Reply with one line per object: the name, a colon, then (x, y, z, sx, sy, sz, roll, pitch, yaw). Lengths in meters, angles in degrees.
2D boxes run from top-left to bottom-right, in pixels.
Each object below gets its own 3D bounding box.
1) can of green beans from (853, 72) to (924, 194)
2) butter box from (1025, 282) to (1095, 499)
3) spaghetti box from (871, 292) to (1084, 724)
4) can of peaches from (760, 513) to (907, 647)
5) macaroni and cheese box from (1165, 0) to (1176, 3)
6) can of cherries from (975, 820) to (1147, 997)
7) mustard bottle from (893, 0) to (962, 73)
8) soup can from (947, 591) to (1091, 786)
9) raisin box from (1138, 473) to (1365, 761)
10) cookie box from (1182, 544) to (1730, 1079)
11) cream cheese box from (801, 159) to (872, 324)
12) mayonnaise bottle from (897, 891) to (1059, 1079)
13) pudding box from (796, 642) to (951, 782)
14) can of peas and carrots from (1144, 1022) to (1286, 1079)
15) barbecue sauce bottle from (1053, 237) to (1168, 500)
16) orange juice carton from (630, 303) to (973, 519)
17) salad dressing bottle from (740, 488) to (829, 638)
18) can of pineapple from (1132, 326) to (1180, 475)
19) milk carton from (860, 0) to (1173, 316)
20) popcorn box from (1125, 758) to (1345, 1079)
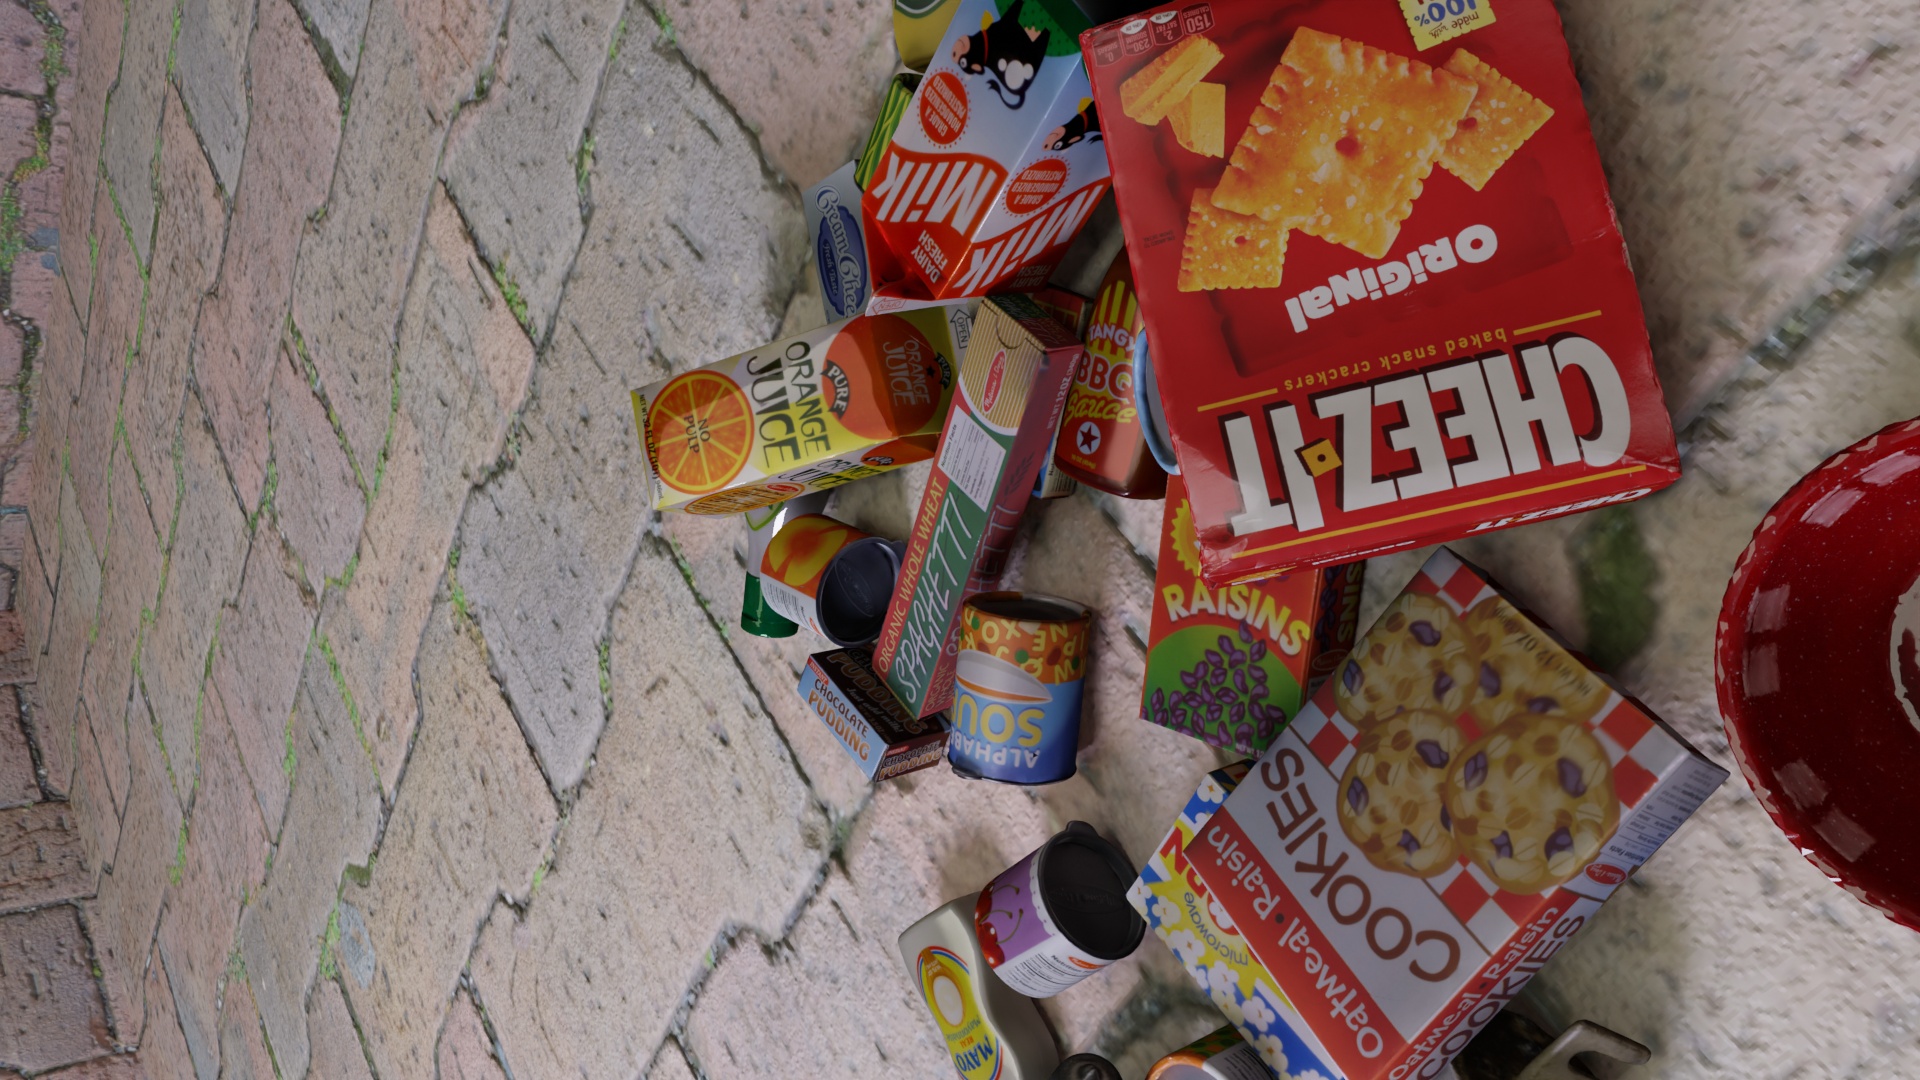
can of green beans: (-0.015, -0.202, 0.724, 0.071, 0.071, 0.057, 47, 125, 33)
butter box: (0.042, -0.078, 0.706, 0.053, 0.024, 0.103, 26, 112, 41)
spaghetti box: (0.003, -0.009, 0.719, 0.050, 0.029, 0.248, 46, 135, 33)
can of peaches: (-0.072, 0.021, 0.806, 0.058, 0.071, 0.071, 20, 108, 44)
macaroni and cheese box: (0.082, -0.307, 0.632, 0.124, 0.040, 0.165, 30, 115, 40)
can of cherries: (0.049, 0.184, 0.693, 0.058, 0.072, 0.071, -45, 62, 40)
mustard bottle: (-0.003, -0.323, 0.712, 0.065, 0.049, 0.160, 5, 97, 44)
soup can: (0.028, 0.073, 0.699, 0.071, 0.071, 0.083, 15, 104, 45)
raisin box: (0.128, 0.030, 0.614, 0.086, 0.040, 0.123, 16, 104, 45)
cookie box: (0.175, 0.105, 0.521, 0.167, 0.040, 0.123, -54, 40, 16)
cream cheese box: (-0.059, -0.162, 0.804, 0.053, 0.024, 0.104, -19, 79, 45)
mayonnaise bottle: (0.019, 0.269, 0.747, 0.064, 0.041, 0.148, -44, 62, 37)
pudding box: (-0.050, 0.097, 0.798, 0.084, 0.050, 0.030, 45, 125, 35)
can of peas and carrots: (0.122, 0.256, 0.625, 0.071, 0.059, 0.071, 5, 97, 46)
barbecue sauce bottle: (0.085, -0.097, 0.644, 0.065, 0.044, 0.148, 29, 114, 48)
orange juice carton: (-0.077, -0.071, 0.767, 0.192, 0.073, 0.072, -15, 82, 18)
salad dressing bottle: (-0.111, -0.014, 0.856, 0.064, 0.044, 0.147, 19, 107, 43)
can of pineapple: (0.111, -0.066, 0.592, 0.071, 0.058, 0.071, 170, 88, -79)
milk carton: (0.019, -0.175, 0.638, 0.073, 0.072, 0.189, 56, 135, 22)
popcorn box: (0.141, 0.172, 0.612, 0.127, 0.038, 0.084, 47, 125, 33)
